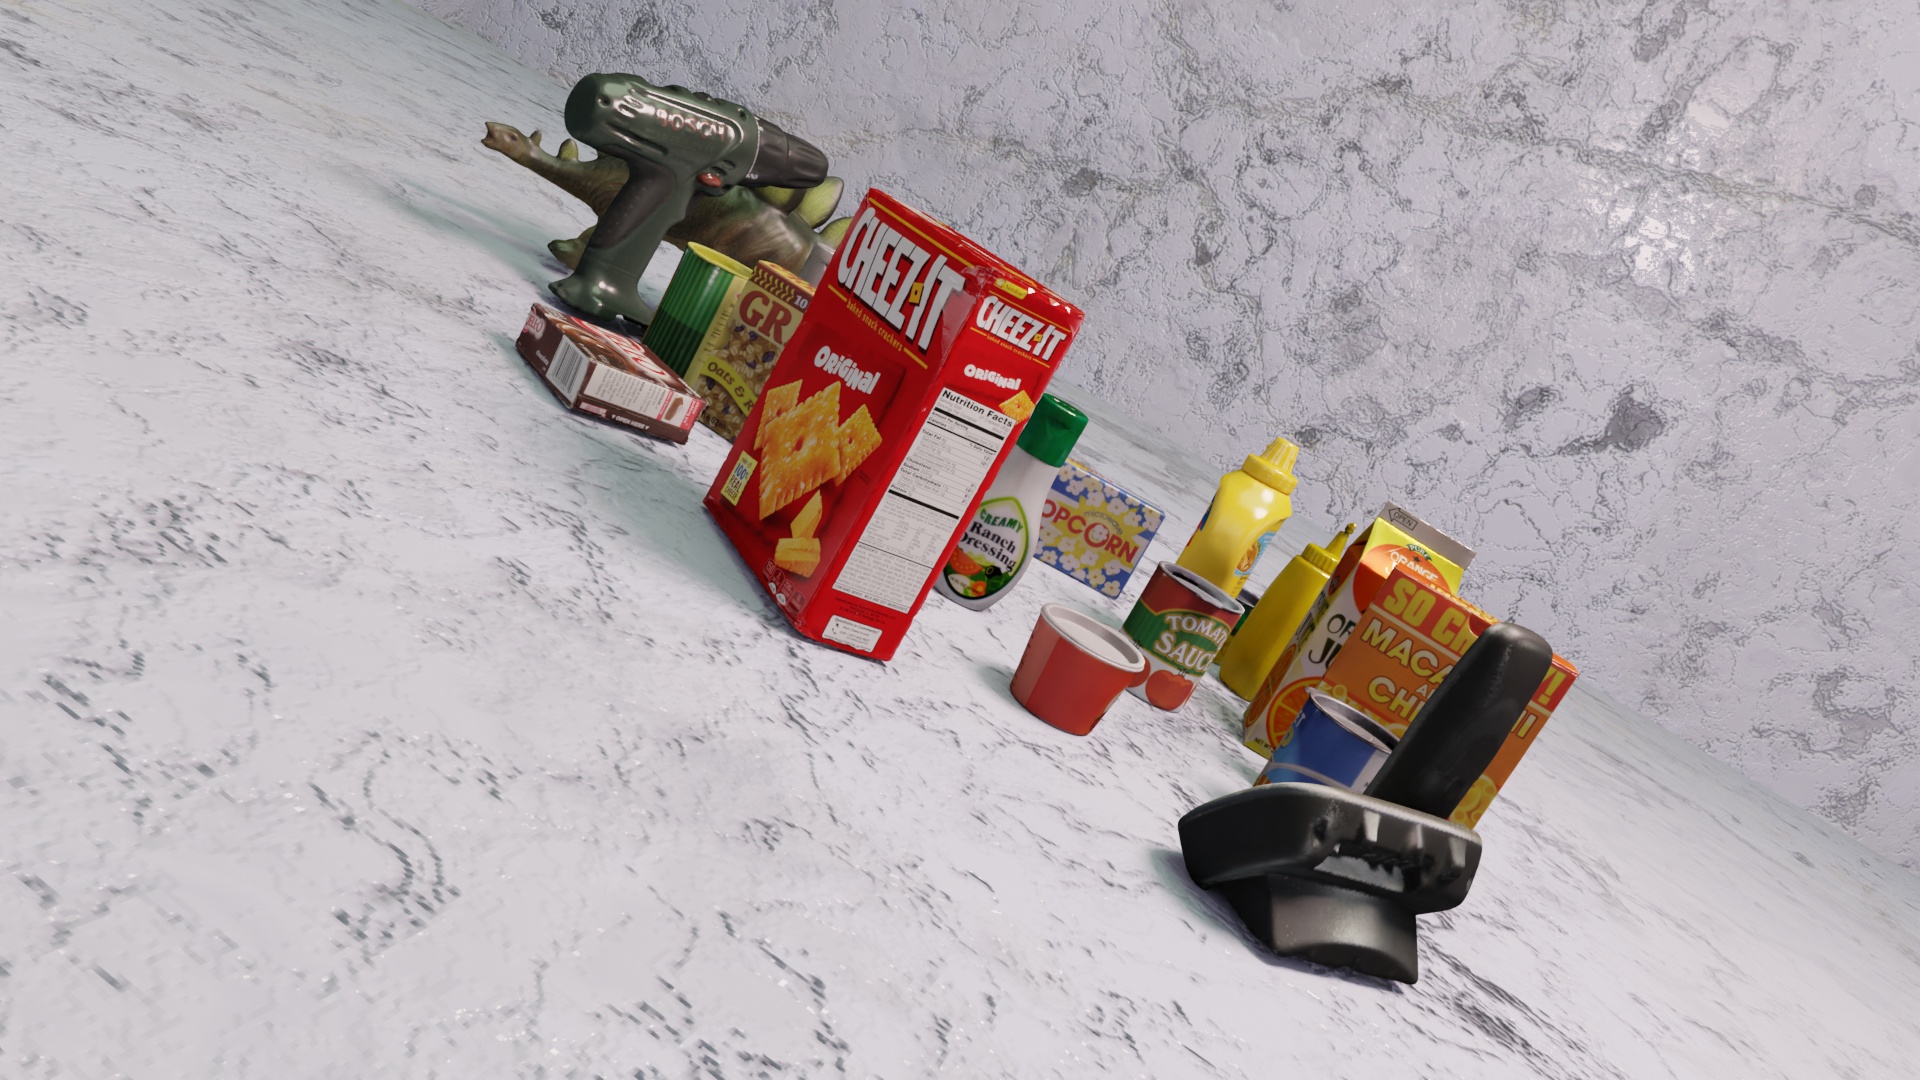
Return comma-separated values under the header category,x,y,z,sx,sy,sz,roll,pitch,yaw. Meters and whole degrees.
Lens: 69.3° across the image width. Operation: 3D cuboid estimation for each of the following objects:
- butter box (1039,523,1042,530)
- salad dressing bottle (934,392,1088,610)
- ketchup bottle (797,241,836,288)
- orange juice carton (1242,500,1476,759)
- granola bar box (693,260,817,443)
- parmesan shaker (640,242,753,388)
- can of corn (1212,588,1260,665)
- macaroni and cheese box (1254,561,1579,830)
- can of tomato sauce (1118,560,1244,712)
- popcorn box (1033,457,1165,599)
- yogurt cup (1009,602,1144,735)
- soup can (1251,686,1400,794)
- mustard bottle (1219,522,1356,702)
category,x,y,z,sx,sy,sz,roll,pitch,yaw
butter box,0.004,-0.013,1.020,0.103,0.053,0.024,24,13,-23
salad dressing bottle,0.033,-0.026,0.919,0.064,0.147,0.044,28,12,-4
ketchup bottle,-0.129,-0.156,1.070,0.065,0.148,0.044,24,13,-23
orange juice carton,0.276,0.072,0.967,0.072,0.192,0.073,30,12,5
granola bar box,-0.102,-0.105,0.988,0.166,0.124,0.039,33,13,16
parmesan shaker,-0.201,-0.166,1.058,0.071,0.103,0.071,28,12,-7
can of corn,0.214,0.064,1.166,0.071,0.058,0.071,28,12,-7
macaroni and cheese box,0.281,0.116,0.863,0.124,0.166,0.040,33,12,15
can of tomato sauce,0.145,0.067,0.950,0.071,0.083,0.071,28,12,-7
popcorn box,0.097,-0.018,1.169,0.127,0.085,0.038,28,12,-5
yogurt cup,0.065,0.076,0.805,0.072,0.054,0.072,28,12,-7
soup can,0.208,0.139,0.806,0.071,0.083,0.071,28,12,-7
mustard bottle,0.265,0.053,1.087,0.065,0.160,0.049,18,17,-44
